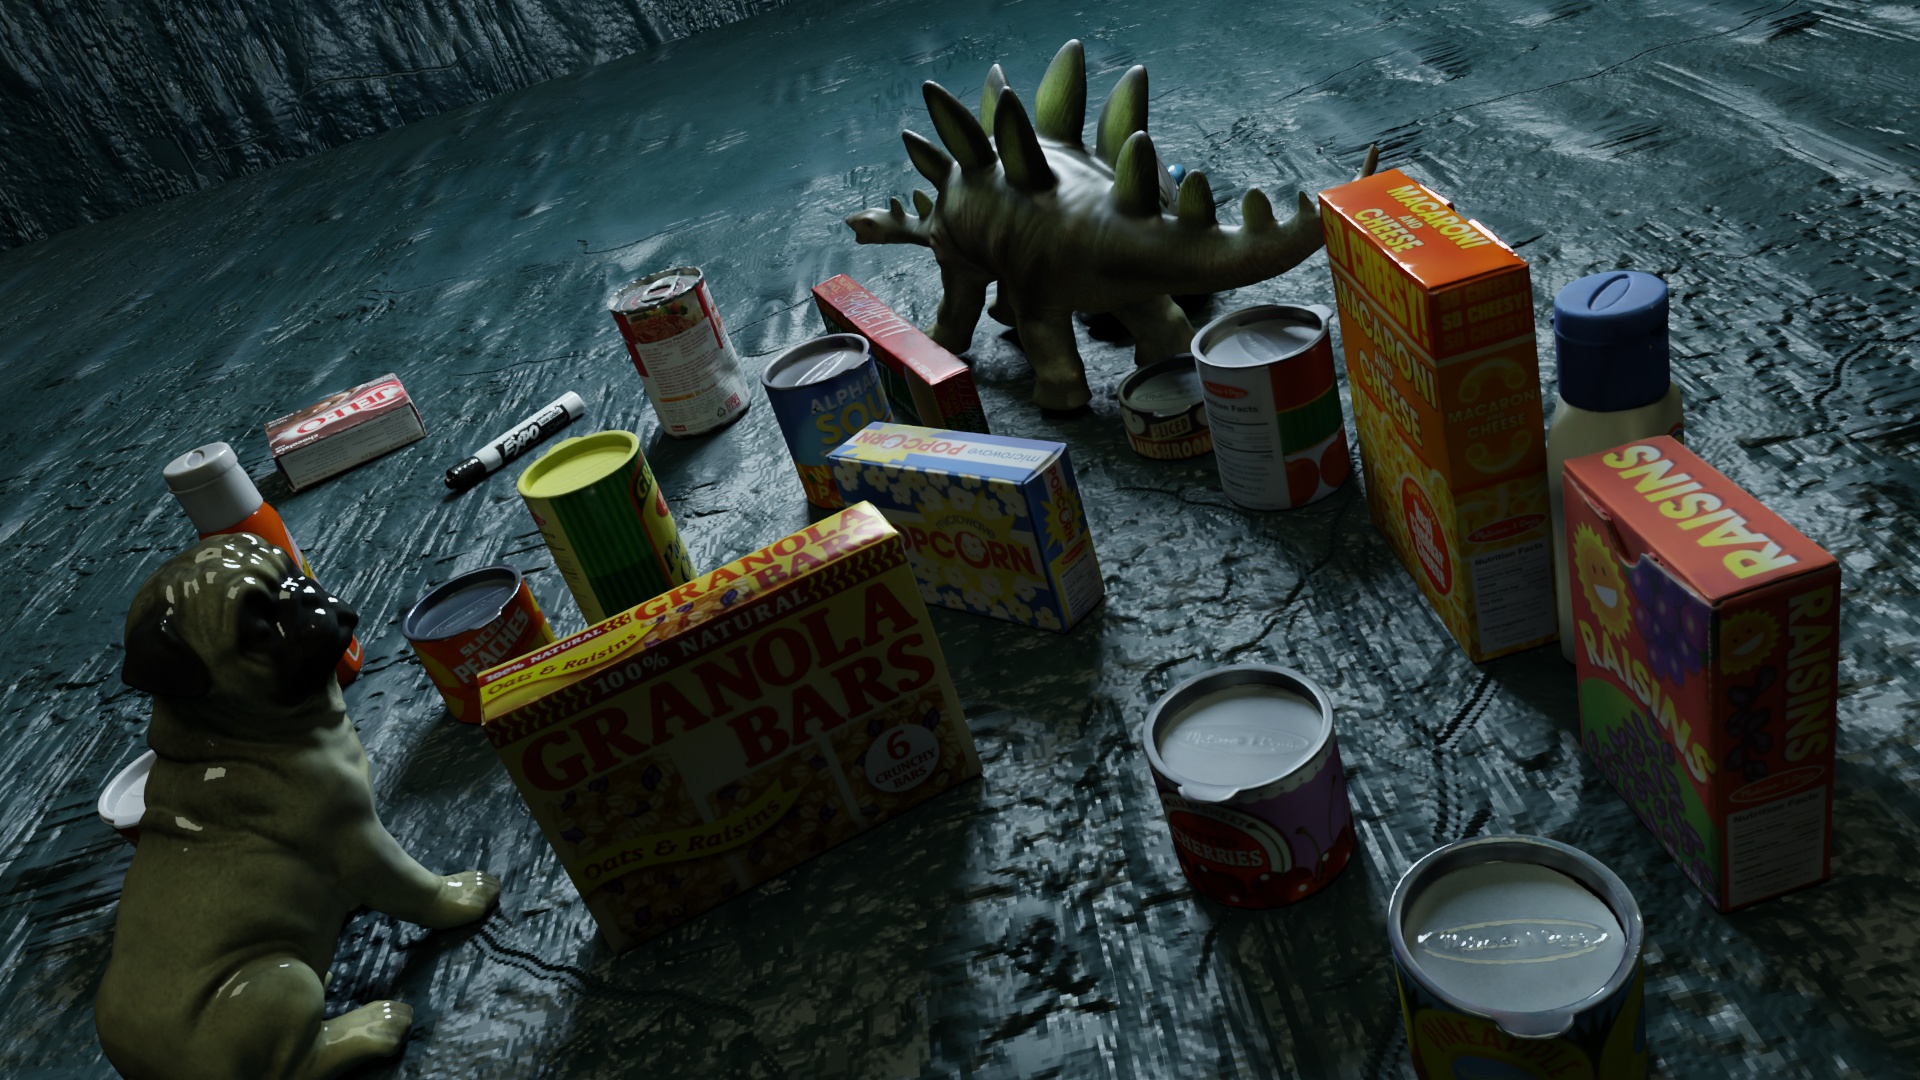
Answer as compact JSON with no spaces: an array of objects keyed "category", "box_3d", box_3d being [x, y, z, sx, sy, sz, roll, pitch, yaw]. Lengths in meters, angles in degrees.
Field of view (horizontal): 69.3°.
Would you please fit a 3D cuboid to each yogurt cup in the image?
[{"category":"yogurt cup","box_3d":[-0.373,0.132,0.680,0.072,0.053,0.073,-14,30,8]}]

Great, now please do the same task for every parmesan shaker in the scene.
[{"category":"parmesan shaker","box_3d":[-0.185,0.001,0.746,0.071,0.102,0.071,-14,30,8]}]

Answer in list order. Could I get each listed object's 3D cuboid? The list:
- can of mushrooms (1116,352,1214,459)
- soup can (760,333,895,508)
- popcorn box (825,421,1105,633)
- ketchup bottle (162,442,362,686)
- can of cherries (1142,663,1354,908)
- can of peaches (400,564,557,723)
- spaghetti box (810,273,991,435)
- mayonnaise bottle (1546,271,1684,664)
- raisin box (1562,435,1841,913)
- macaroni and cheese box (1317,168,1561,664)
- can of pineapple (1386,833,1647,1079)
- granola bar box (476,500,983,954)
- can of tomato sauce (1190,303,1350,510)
[{"category":"can of mushrooms","box_3d":[0.122,-0.074,0.771,0.071,0.033,0.071,-13,30,8]},{"category":"soup can","box_3d":[-0.071,-0.070,0.819,0.071,0.083,0.072,-14,30,8]},{"category":"popcorn box","box_3d":[0.002,-0.008,0.677,0.126,0.085,0.038,10,40,39]},{"category":"ketchup bottle","box_3d":[-0.395,0.017,0.787,0.044,0.148,0.065,-30,32,-20]},{"category":"can of cherries","box_3d":[0.101,0.088,0.492,0.071,0.058,0.072,-14,30,8]},{"category":"can of peaches","box_3d":[-0.251,0.056,0.736,0.071,0.057,0.071,-14,30,8]},{"category":"spaghetti box","box_3d":[-0.046,-0.125,0.929,0.029,0.050,0.251,-25,31,-12]},{"category":"mayonnaise bottle","box_3d":[0.242,-0.024,0.511,0.041,0.147,0.065,13,42,42]},{"category":"raisin box","box_3d":[0.229,0.040,0.437,0.040,0.123,0.086,-17,30,3]},{"category":"macaroni and cheese box","box_3d":[0.195,-0.053,0.567,0.040,0.165,0.124,-17,30,3]},{"category":"can of pineapple","box_3d":[0.158,0.129,0.395,0.071,0.057,0.071,-14,30,8]},{"category":"granola bar box","box_3d":[-0.086,0.073,0.552,0.166,0.123,0.039,-25,30,-11]},{"category":"can of tomato sauce","box_3d":[0.157,-0.067,0.693,0.071,0.082,0.071,-14,30,8]}]
